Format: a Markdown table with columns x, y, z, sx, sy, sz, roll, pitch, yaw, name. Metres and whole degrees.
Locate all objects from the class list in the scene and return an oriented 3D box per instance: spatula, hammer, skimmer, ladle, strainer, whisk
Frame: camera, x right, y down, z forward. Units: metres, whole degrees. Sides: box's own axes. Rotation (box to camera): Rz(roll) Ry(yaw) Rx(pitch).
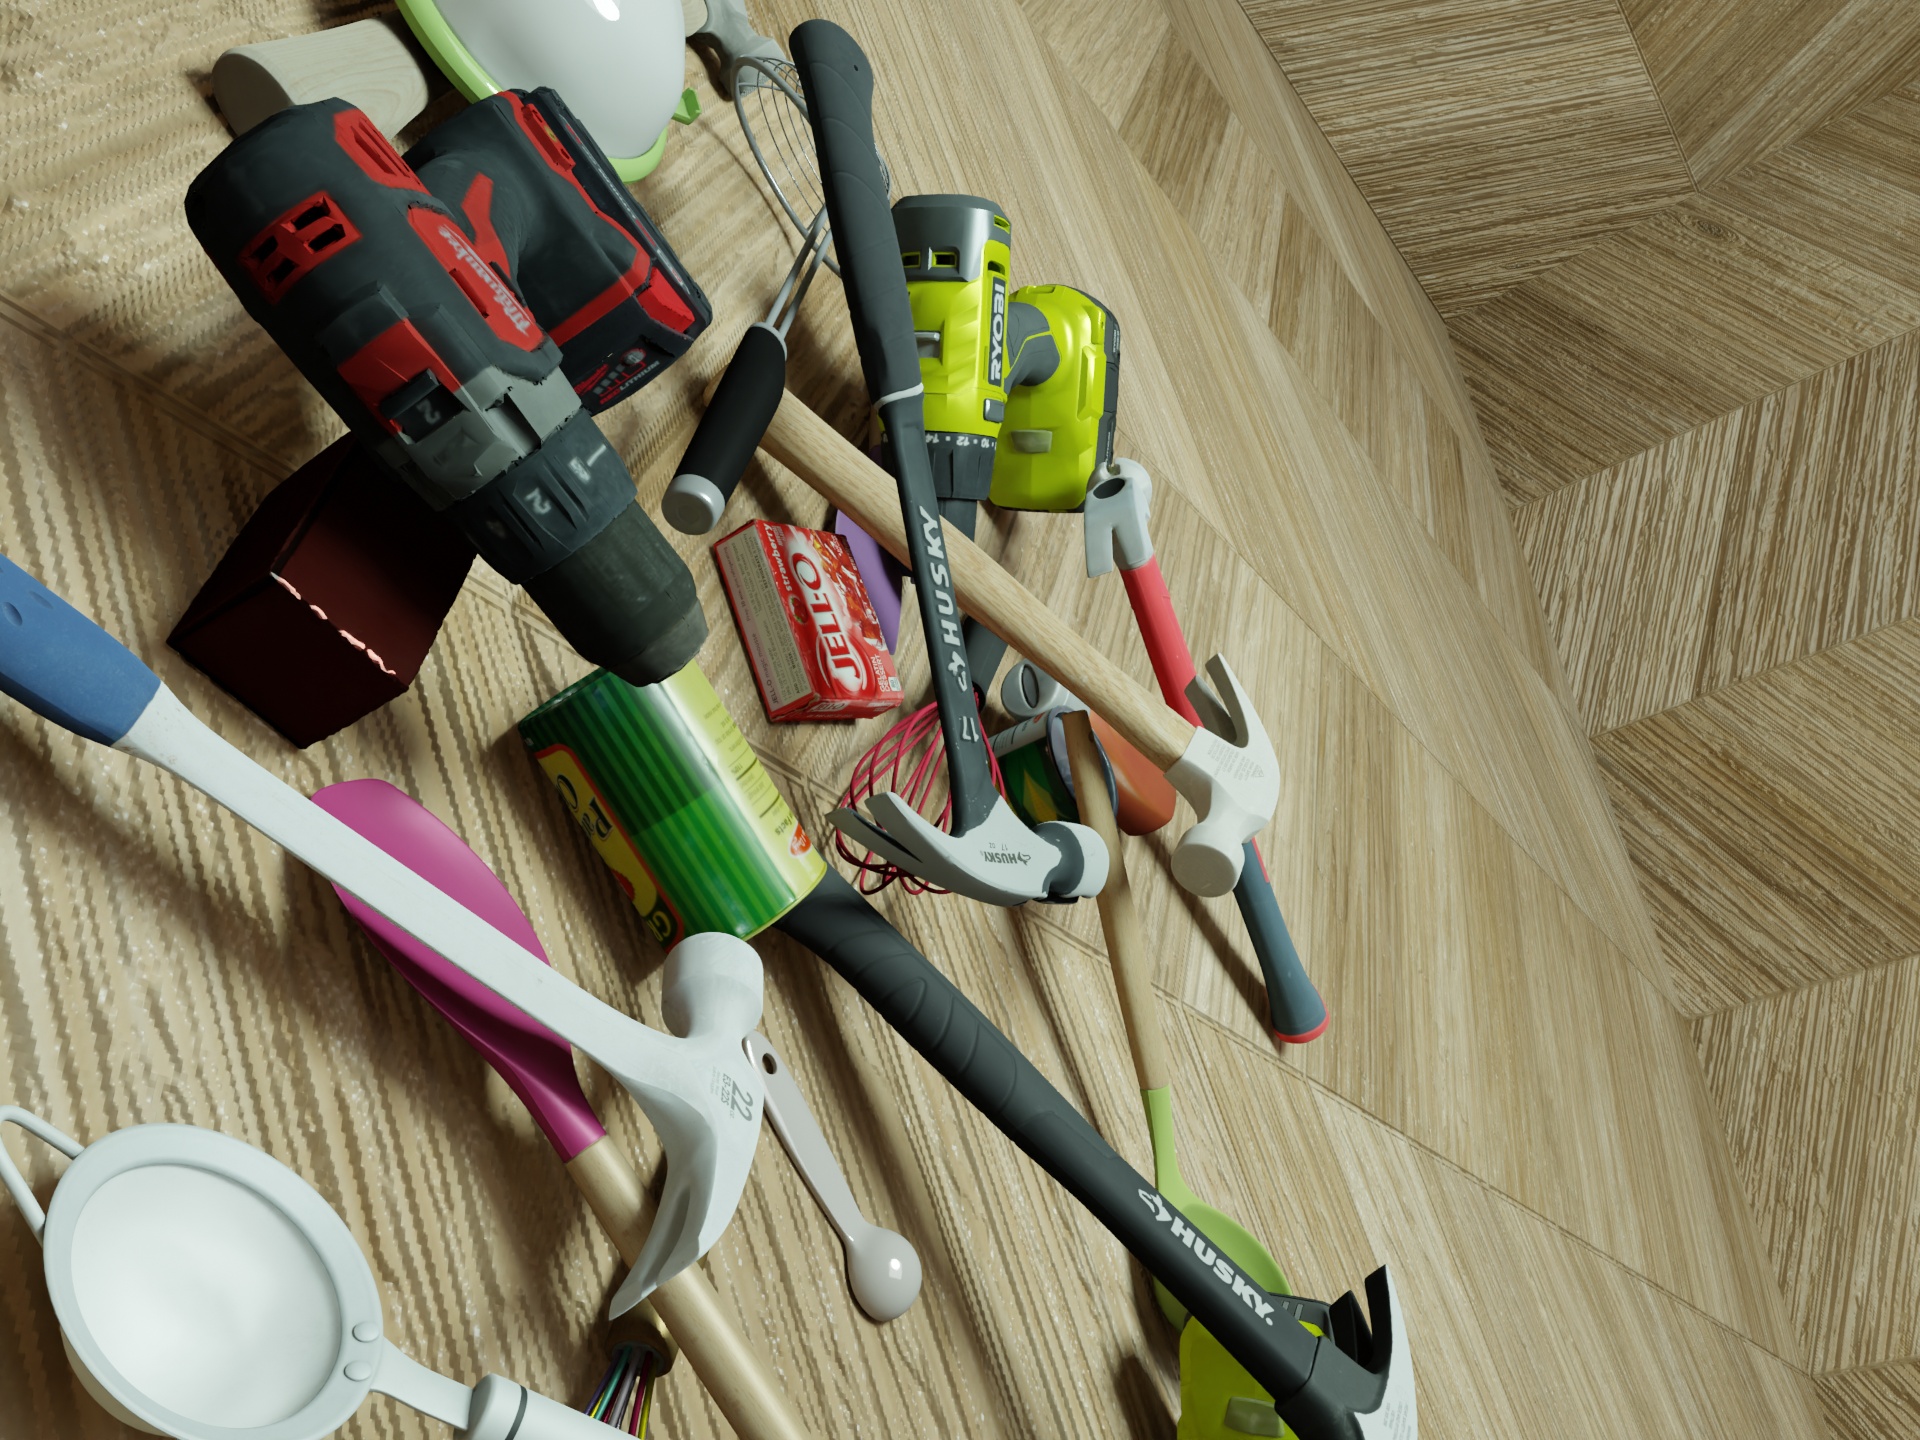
| x | y | z | sx | sy | sz | roll | pitch | yaw | name |
| --- | --- | --- | --- | --- | --- | --- | --- | --- | --- |
| -0.043 | -0.166 | 0.880 | 0.059 | 0.018 | 0.316 | 46 | 33 | -40 | spatula |
| -0.199 | 0.007 | 0.400 | 0.405 | 0.035 | 0.144 | 43 | 18 | -26 | hammer |
| -0.100 | -0.195 | 0.731 | 0.364 | 0.090 | 0.127 | -77 | 149 | -46 | skimmer |
| 0.099 | 0.150 | 0.768 | 0.078 | 0.062 | 0.320 | -14 | 92 | -60 | ladle |
| 0.045 | 0.166 | 0.621 | 0.335 | 0.035 | 0.146 | 43 | 25 | 6 | hammer |
| -0.191 | -0.344 | 0.642 | 0.256 | 0.069 | 0.152 | 53 | 30 | -19 | strainer |
| -0.027 | -0.122 | 0.678 | 0.149 | 0.036 | 0.409 | 11 | 63 | -54 | hammer |
| -0.096 | 0.205 | 0.461 | 0.051 | 0.047 | 0.245 | 51 | 27 | -23 | whisk |
| -0.200 | -0.324 | 0.719 | 0.146 | 0.038 | 0.411 | 54 | 29 | -17 | hammer |
| 0.017 | -0.059 | 0.755 | 0.331 | 0.031 | 0.130 | 39 | 39 | -2 | hammer |
| -0.001 | -0.002 | 0.781 | 0.073 | 0.073 | 0.296 | 55 | 24 | -18 | whisk |
| -0.124 | 0.171 | 0.391 | 0.258 | 0.050 | 0.087 | 35 | 15 | -21 | strainer |
| 0.150 | 0.043 | 0.935 | 0.143 | 0.038 | 0.386 | -79 | 149 | -64 | hammer |

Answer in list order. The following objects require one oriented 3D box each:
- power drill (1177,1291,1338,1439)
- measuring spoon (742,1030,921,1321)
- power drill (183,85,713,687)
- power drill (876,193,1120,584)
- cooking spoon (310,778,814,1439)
| x | y | z | sx | sy | sz | roll | pitch | yaw | name |
| --- | --- | --- | --- | --- | --- | --- | --- | --- | --- |
| 0.101 | 0.329 | 0.624 | 0.223 | 0.080 | 0.171 | -28 | 116 | -63 | power drill |
| -0.047 | 0.169 | 0.600 | 0.124 | 0.018 | 0.034 | 62 | 28 | -5 | measuring spoon |
| -0.143 | -0.121 | 0.538 | 0.187 | 0.080 | 0.227 | 54 | 13 | -21 | power drill |
| 0.019 | -0.171 | 0.880 | 0.228 | 0.080 | 0.190 | -14 | 108 | -68 | power drill |
| -0.097 | 0.148 | 0.470 | 0.319 | 0.017 | 0.068 | 54 | 17 | 6 | cooking spoon |
